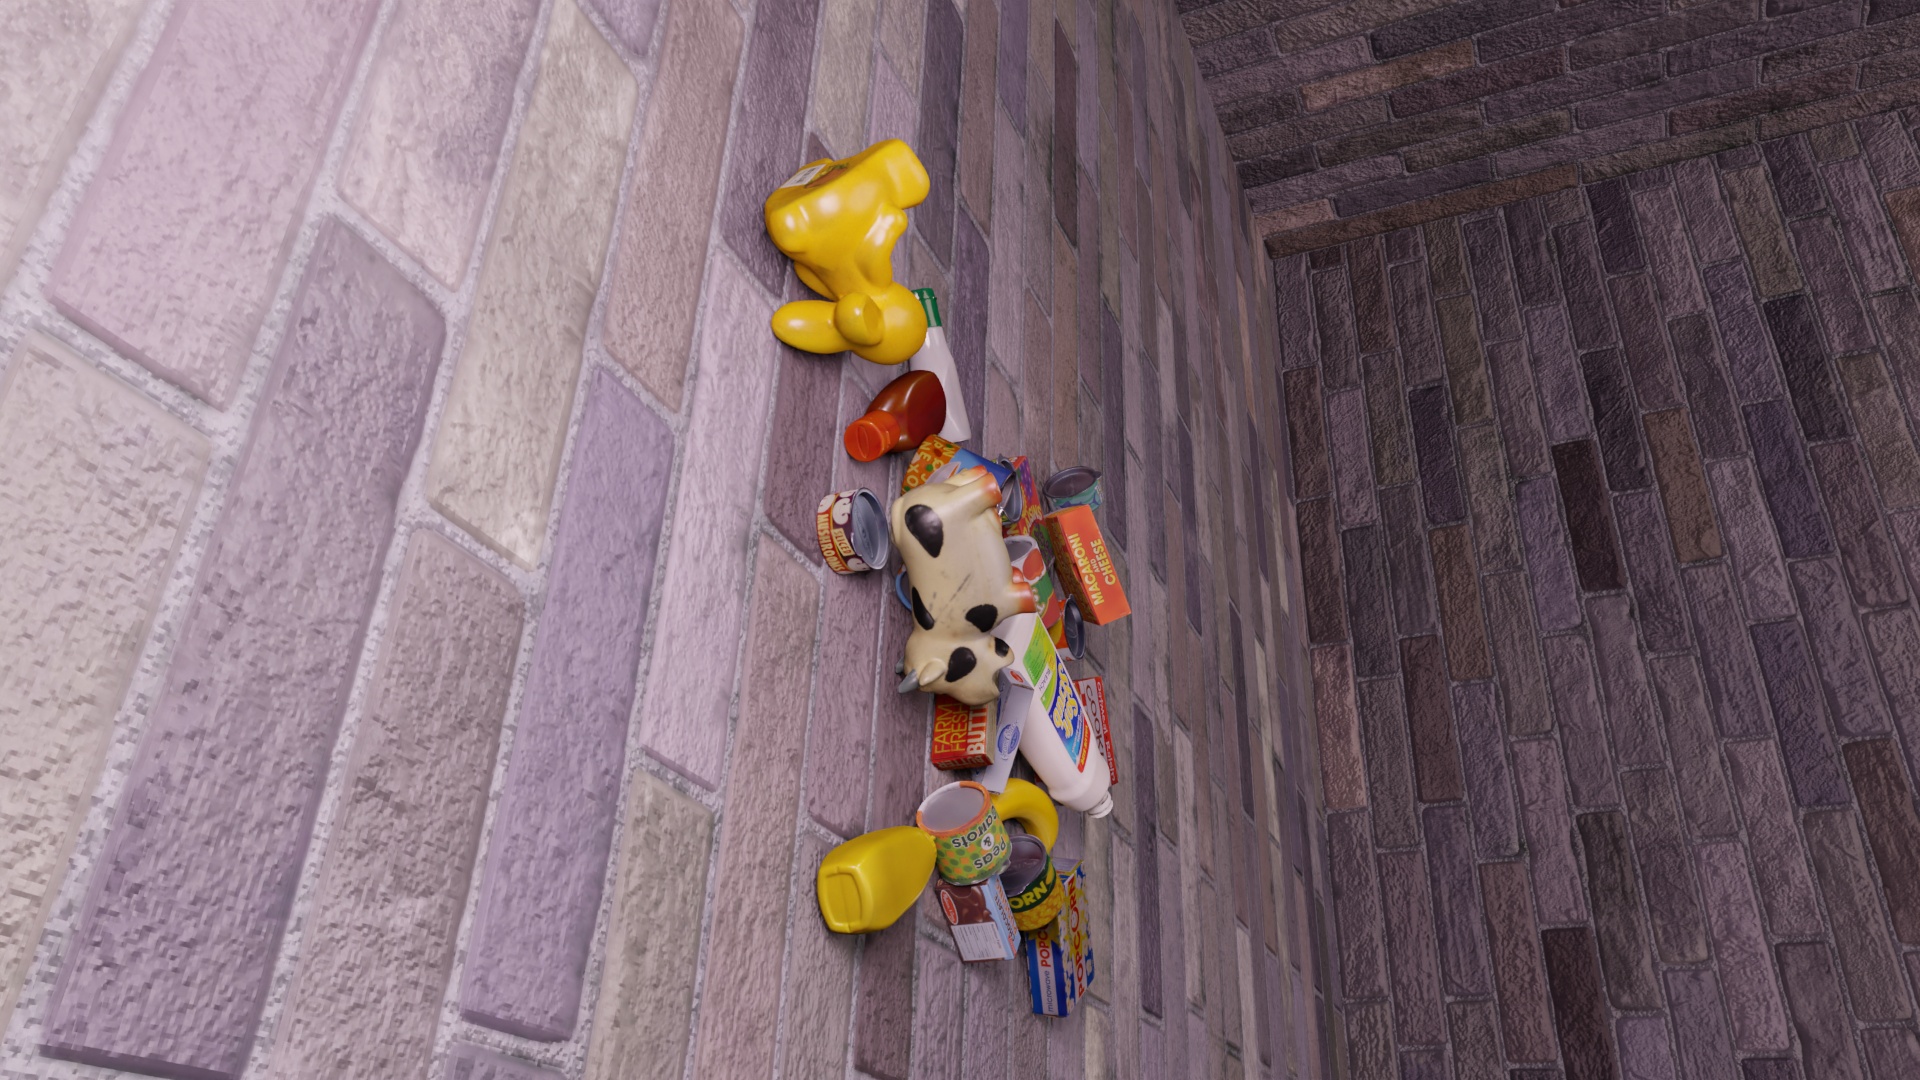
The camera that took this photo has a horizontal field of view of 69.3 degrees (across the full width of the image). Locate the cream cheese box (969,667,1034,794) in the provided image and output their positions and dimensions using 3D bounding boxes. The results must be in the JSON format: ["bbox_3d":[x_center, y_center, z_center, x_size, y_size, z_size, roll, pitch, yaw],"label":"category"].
[{"bbox_3d":[0.037,0.171,1.253,0.053,0.024,0.103,-132,-123,-74],"label":"cream cheese box"}]

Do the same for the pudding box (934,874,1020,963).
[{"bbox_3d":[0.016,0.318,1.184,0.030,0.049,0.083,-60,135,-61],"label":"pudding box"}]

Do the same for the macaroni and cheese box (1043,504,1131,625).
[{"bbox_3d":[0.130,0.026,1.502,0.166,0.040,0.123,176,-107,-86],"label":"macaroni and cheese box"}]

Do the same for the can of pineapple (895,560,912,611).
[{"bbox_3d":[-0.019,0.028,1.212,0.058,0.071,0.070,-70,143,-52],"label":"can of pineapple"}]

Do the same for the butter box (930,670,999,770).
[{"bbox_3d":[0.005,0.150,1.231,0.024,0.053,0.104,53,34,-50],"label":"butter box"}]

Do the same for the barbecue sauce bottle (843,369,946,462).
[{"bbox_3d":[-0.056,-0.105,1.212,0.149,0.043,0.064,-44,130,-64],"label":"barbecue sauce bottle"}]

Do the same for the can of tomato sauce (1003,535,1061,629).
[{"bbox_3d":[0.057,0.047,1.391,0.071,0.071,0.082,-62,136,-58],"label":"can of tomato sauce"}]

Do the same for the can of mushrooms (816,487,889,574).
[{"bbox_3d":[-0.086,-0.006,1.105,0.071,0.033,0.071,-11,91,-69],"label":"can of mushrooms"}]

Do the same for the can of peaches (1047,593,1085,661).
[{"bbox_3d":[0.094,0.096,1.472,0.071,0.058,0.071,-12,91,-68],"label":"can of peaches"}]

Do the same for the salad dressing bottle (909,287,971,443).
[{"bbox_3d":[-0.027,-0.162,1.312,0.064,0.044,0.147,-17,94,-74],"label":"salad dressing bottle"}]

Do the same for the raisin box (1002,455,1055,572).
[{"bbox_3d":[0.058,-0.018,1.460,0.086,0.040,0.123,-51,128,-62],"label":"raisin box"}]

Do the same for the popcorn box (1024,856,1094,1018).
[{"bbox_3d":[0.095,0.382,1.342,0.085,0.038,0.126,-22,108,-64],"label":"popcorn box"}]

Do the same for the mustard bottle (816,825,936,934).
[{"bbox_3d":[-0.054,0.248,1.047,0.160,0.049,0.065,-6,85,-69],"label":"mustard bottle"}]

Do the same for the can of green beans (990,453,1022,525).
[{"bbox_3d":[0.022,-0.044,1.357,0.071,0.058,0.071,-11,91,-68],"label":"can of green beans"}]

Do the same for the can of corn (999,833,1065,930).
[{"bbox_3d":[0.056,0.313,1.263,0.071,0.071,0.058,-73,146,-50],"label":"can of corn"}]

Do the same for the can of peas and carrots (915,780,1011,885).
[{"bbox_3d":[0.004,0.245,1.162,0.071,0.071,0.058,-66,139,-55],"label":"can of peas and carrots"}]

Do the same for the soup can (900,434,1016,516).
[{"bbox_3d":[-0.003,-0.047,1.231,0.071,0.084,0.071,-61,169,-20],"label":"soup can"}]

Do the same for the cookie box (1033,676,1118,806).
[{"bbox_3d":[0.120,0.215,1.505,0.167,0.040,0.123,4,77,-67],"label":"cookie box"}]

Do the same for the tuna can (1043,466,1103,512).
[{"bbox_3d":[0.135,-0.056,1.625,0.071,0.071,0.032,-70,144,-52],"label":"tuna can"}]
